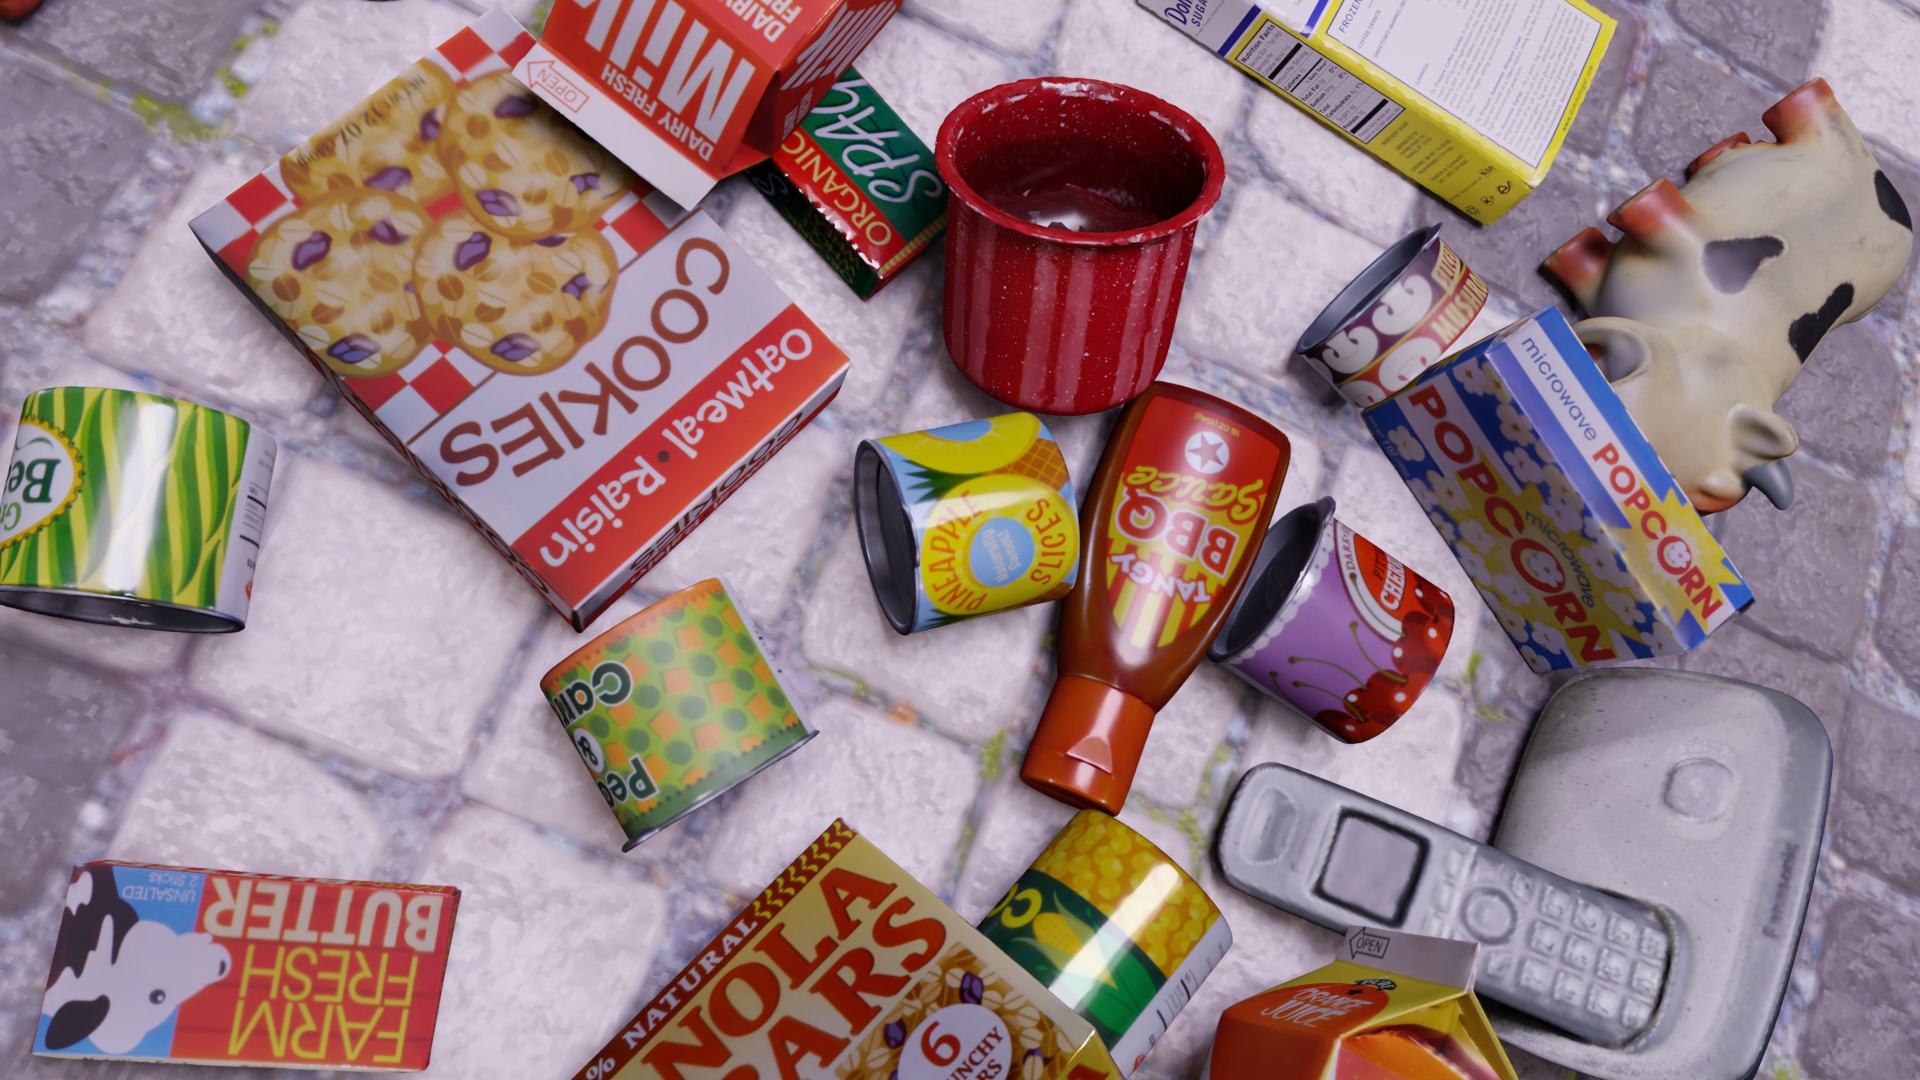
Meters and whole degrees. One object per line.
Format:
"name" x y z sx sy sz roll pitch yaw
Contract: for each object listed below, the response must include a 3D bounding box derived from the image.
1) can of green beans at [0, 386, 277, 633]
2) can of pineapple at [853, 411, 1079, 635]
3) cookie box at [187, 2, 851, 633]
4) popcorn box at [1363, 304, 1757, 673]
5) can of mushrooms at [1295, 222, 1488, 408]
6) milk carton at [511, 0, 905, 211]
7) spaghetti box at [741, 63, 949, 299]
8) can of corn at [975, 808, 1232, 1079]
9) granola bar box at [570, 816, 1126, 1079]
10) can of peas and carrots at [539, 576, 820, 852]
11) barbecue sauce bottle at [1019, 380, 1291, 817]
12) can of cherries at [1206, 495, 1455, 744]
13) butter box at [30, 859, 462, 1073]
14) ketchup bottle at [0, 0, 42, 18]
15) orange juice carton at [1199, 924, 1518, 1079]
"can of green beans" -0.237 -0.007 0.400 0.071 0.071 0.058 7 77 -13
"can of pineapple" 0.002 -0.006 0.462 0.058 0.071 0.071 -12 82 -17
"cookie box" -0.138 -0.073 0.455 0.167 0.040 0.123 45 71 -1
"popcorn box" 0.215 -0.015 0.512 0.038 0.085 0.126 -33 89 -17
"can of mushrooms" 0.163 -0.084 0.520 0.033 0.071 0.071 45 72 -4
"milk carton" -0.055 -0.197 0.449 0.072 0.073 0.191 38 79 -4
"spaghetti box" -0.098 -0.193 0.496 0.050 0.028 0.250 -44 91 -19
"can of corn" 0.042 0.128 0.446 0.071 0.071 0.058 46 71 -2
"granola bar box" -0.052 0.172 0.384 0.166 0.124 0.039 -43 130 -19
"can of peas and carrots" -0.088 0.053 0.426 0.071 0.070 0.059 -30 87 -18
"barbecue sauce bottle" 0.064 0.021 0.486 0.065 0.043 0.149 23 74 -1
"can of cherries" 0.131 0.028 0.488 0.058 0.071 0.072 33 72 -6
"butter box" -0.203 0.124 0.403 0.103 0.024 0.053 8 77 -13
"ketchup bottle" -0.290 -0.243 0.449 0.065 0.043 0.149 29 72 -8
"orange juice carton" 0.104 0.205 0.401 0.073 0.071 0.193 26 71 -9
